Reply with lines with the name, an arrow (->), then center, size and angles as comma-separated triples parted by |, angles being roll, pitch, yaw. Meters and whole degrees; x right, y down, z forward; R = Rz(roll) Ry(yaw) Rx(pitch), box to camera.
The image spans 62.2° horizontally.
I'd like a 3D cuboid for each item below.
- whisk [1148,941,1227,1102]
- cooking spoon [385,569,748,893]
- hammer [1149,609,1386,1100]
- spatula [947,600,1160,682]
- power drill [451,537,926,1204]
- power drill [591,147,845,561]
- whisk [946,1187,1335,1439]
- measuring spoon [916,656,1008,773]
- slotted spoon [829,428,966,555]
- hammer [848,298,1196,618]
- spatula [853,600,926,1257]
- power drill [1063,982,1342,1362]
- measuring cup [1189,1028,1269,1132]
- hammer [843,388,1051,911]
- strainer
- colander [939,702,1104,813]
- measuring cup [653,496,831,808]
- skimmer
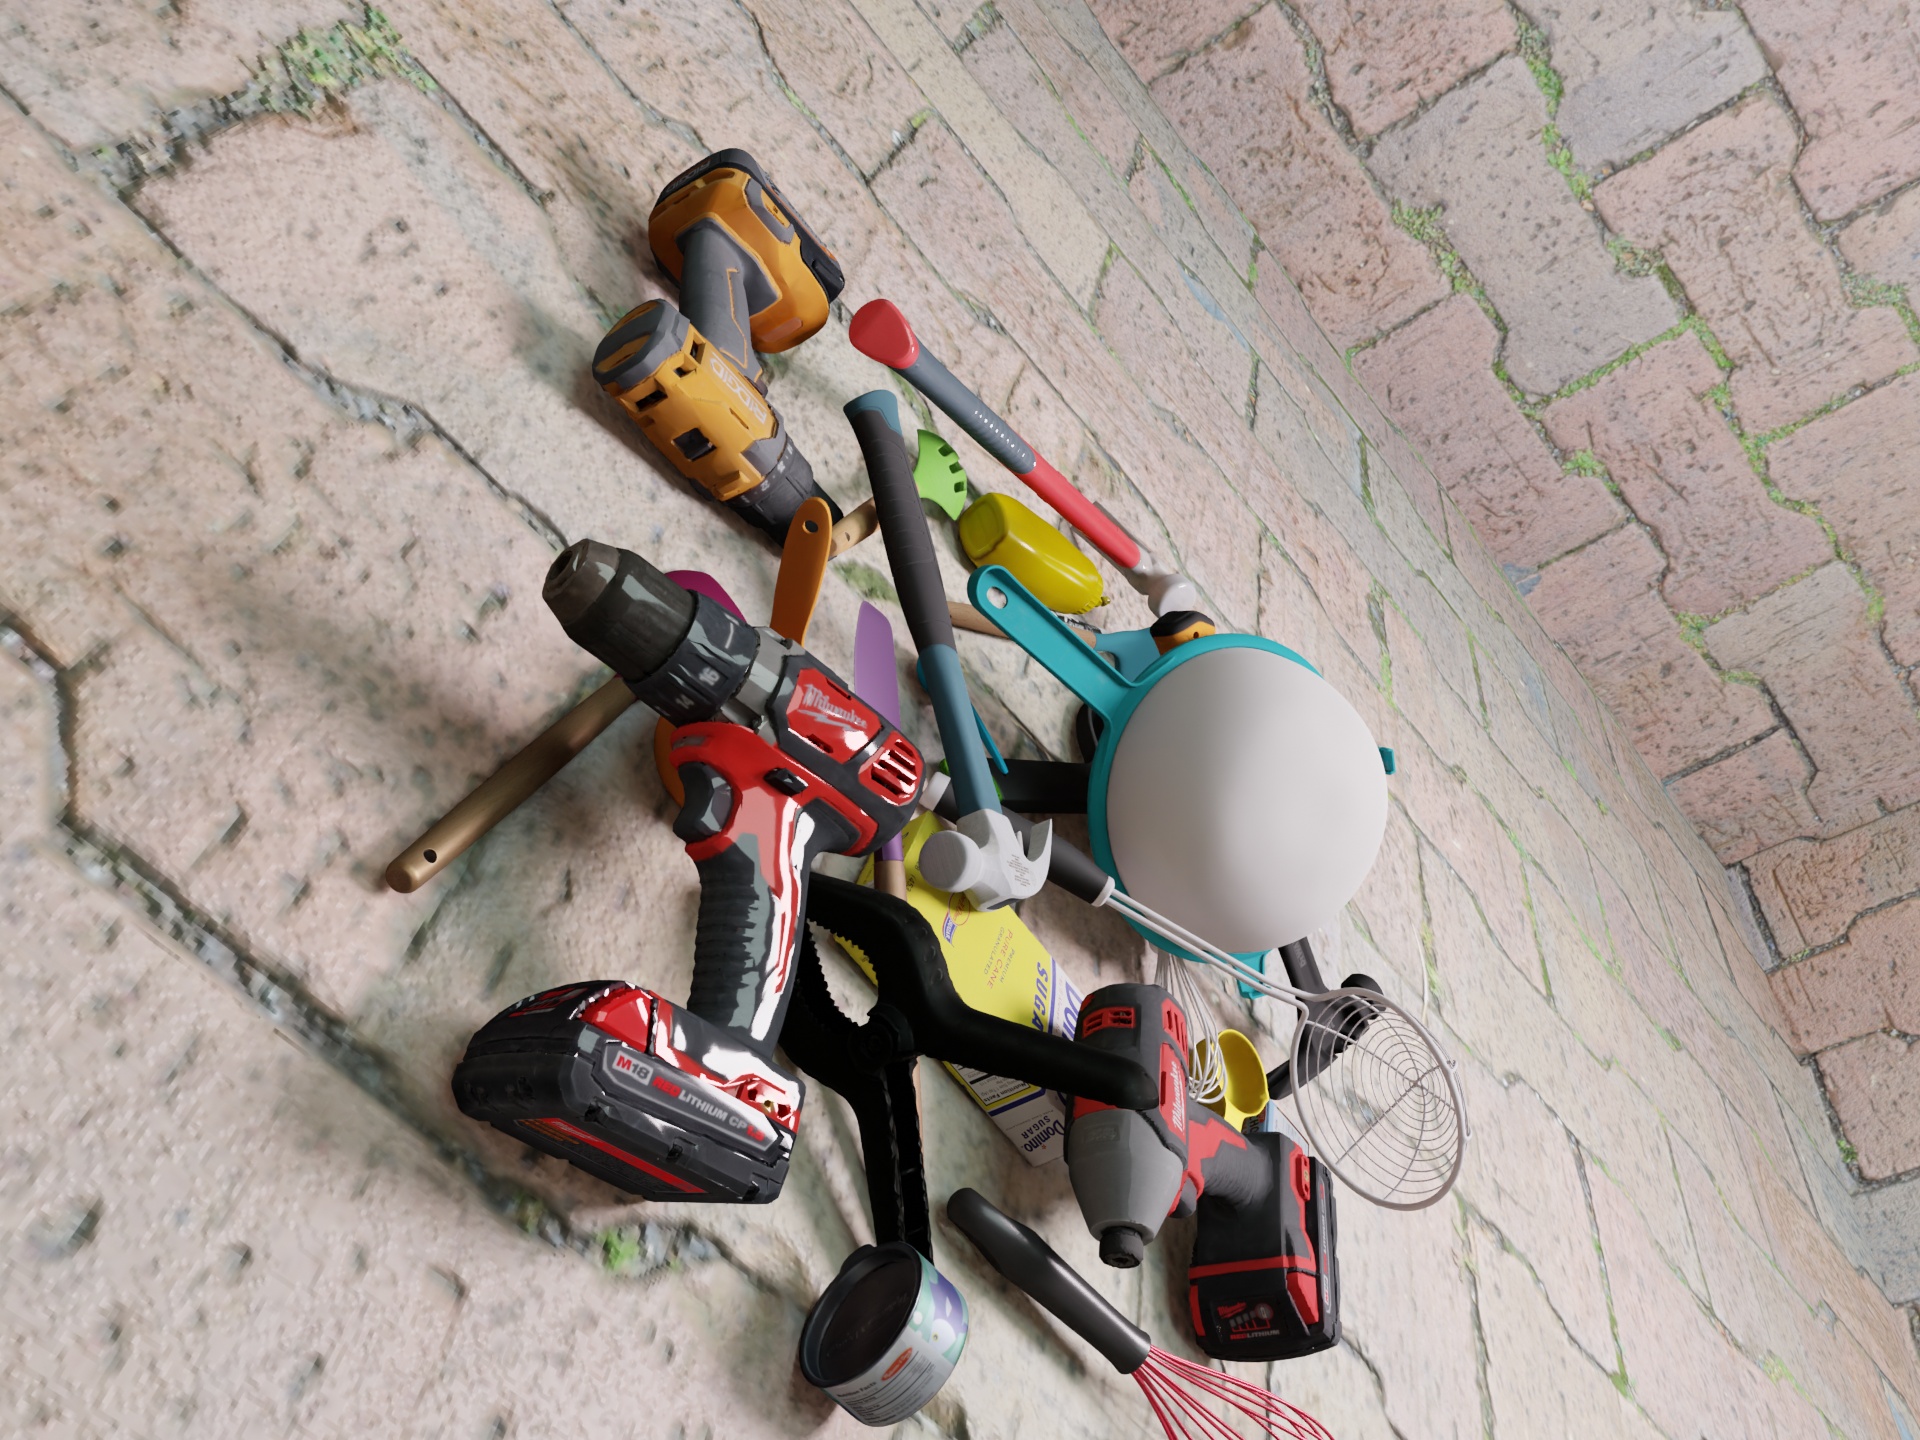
whisk -> 0.138, 0.153, 1.052 | 0.057, 0.059, 0.247 | 16, 38, -14
cooking spoon -> -0.168, -0.003, 0.738 | 0.068, 0.017, 0.319 | 54, 27, -11
hammer -> 0.190, 0.086, 1.055 | 0.127, 0.034, 0.336 | -32, 109, -30
spatula -> 0.086, -0.055, 1.170 | 0.317, 0.082, 0.044 | 7, 42, -50
power drill -> -0.114, 0.055, 0.626 | 0.187, 0.080, 0.227 | 39, 54, -32
power drill -> -0.125, -0.216, 0.961 | 0.185, 0.084, 0.226 | 45, 34, -37
whisk -> 0.099, 0.329, 0.798 | 0.295, 0.073, 0.073 | 44, 30, -14
measuring spoon -> -0.002, -0.003, 0.971 | 0.042, 0.021, 0.129 | 56, 3, -40
slotted spoon -> -0.039, -0.142, 1.027 | 0.070, 0.031, 0.314 | 67, 18, -11
hammer -> 0.040, -0.195, 1.161 | 0.385, 0.038, 0.143 | 33, 14, -49
spatula -> -0.034, 0.094, 0.767 | 0.059, 0.018, 0.316 | 35, 49, -67
power drill -> 0.125, 0.251, 0.844 | 0.219, 0.078, 0.143 | 50, 34, -37
measuring cup -> 0.159, 0.266, 1.001 | 0.062, 0.029, 0.157 | 44, 43, -22
hammer -> -0.016, -0.049, 0.895 | 0.128, 0.033, 0.331 | 30, 40, -59
strainer -> 0.145, 0.016, 0.949 | 0.340, 0.095, 0.211 | 39, 76, -25
colander -> 0.139, 0.024, 1.093 | 0.396, 0.094, 0.205 | 5, 43, -51
measuring cup -> -0.091, -0.019, 0.732 | 0.095, 0.173, 0.052 | 21, 36, 4
skimmer -> 0.126, 0.149, 0.914 | 0.363, 0.127, 0.090 | 31, 45, 0
